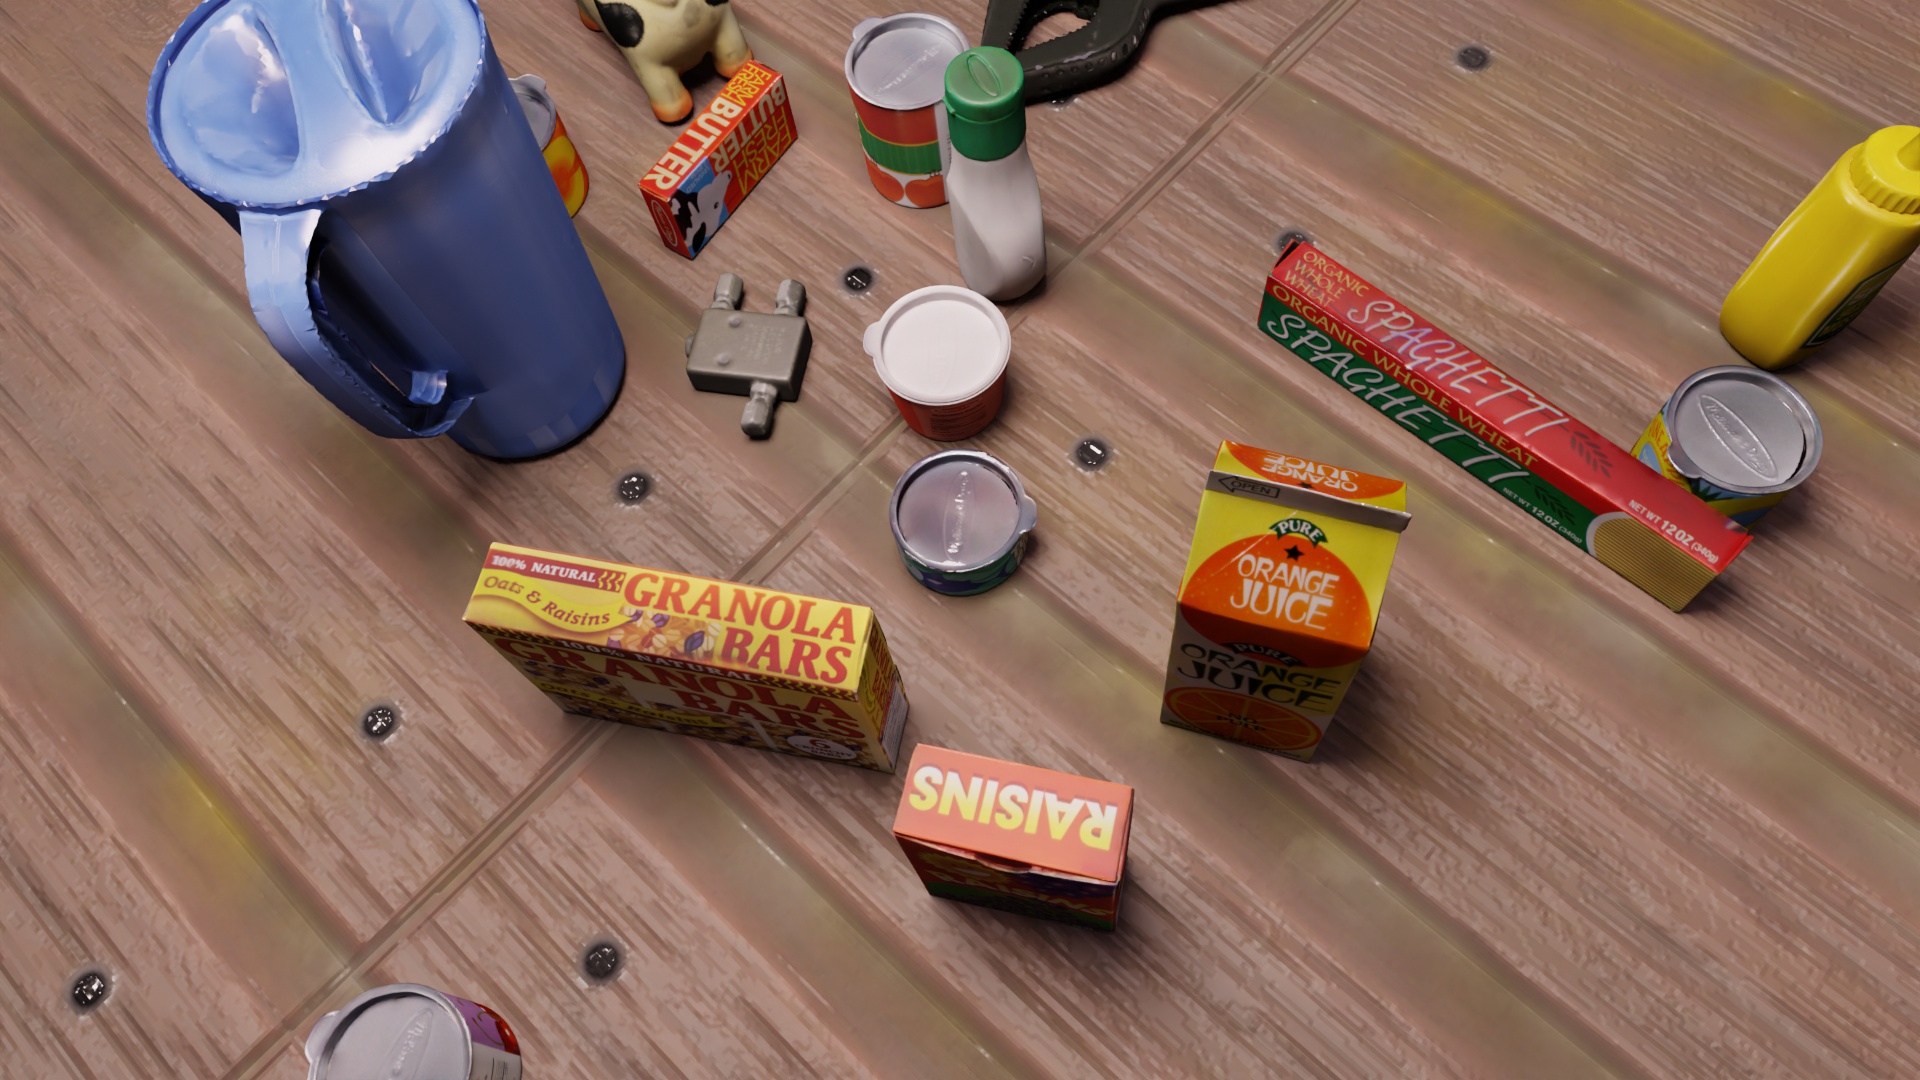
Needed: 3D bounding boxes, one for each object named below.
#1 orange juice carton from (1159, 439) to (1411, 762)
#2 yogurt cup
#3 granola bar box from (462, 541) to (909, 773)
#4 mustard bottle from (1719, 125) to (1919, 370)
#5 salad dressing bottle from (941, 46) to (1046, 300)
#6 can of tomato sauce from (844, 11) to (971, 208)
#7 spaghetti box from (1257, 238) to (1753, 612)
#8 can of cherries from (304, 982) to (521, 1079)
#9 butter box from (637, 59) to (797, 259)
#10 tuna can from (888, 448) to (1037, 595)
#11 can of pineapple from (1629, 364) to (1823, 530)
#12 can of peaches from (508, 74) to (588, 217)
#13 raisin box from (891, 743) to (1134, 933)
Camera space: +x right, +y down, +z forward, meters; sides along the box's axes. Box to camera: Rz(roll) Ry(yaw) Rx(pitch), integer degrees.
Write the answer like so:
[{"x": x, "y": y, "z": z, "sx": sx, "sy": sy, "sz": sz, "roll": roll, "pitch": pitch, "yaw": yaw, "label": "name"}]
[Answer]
[{"x": 0.127, "y": 0.022, "z": 0.561, "sx": 0.072, "sy": 0.192, "sz": 0.073, "roll": 15, "pitch": 68, "yaw": 11, "label": "orange juice carton"}, {"x": -0.007, "y": -0.086, "z": 0.699, "sx": 0.072, "sy": 0.053, "sz": 0.072, "roll": -2, "pitch": 65, "yaw": 4, "label": "yogurt cup"}, {"x": -0.112, "y": 0.053, "z": 0.605, "sx": 0.165, "sy": 0.123, "sz": 0.039, "roll": 9, "pitch": 67, "yaw": 9, "label": "granola bar box"}, {"x": 0.405, "y": -0.139, "z": 0.630, "sx": 0.065, "sy": 0.159, "sz": 0.049, "roll": -33, "pitch": 67, "yaw": -10, "label": "mustard bottle"}, {"x": 0.016, "y": -0.178, "z": 0.689, "sx": 0.044, "sy": 0.147, "sz": 0.064, "roll": -25, "pitch": 66, "yaw": -6, "label": "salad dressing bottle"}, {"x": -0.026, "y": -0.232, "z": 0.753, "sx": 0.071, "sy": 0.082, "sz": 0.071, "roll": -2, "pitch": 65, "yaw": 4, "label": "can of tomato sauce"}, {"x": 0.250, "y": -0.058, "z": 0.666, "sx": 0.250, "sy": 0.050, "sz": 0.029, "roll": 40, "pitch": 74, "yaw": 20, "label": "spaghetti box"}, {"x": -0.225, "y": 0.219, "z": 0.574, "sx": 0.071, "sy": 0.058, "sz": 0.072, "roll": -2, "pitch": 65, "yaw": 4, "label": "can of cherries"}, {"x": -0.133, "y": -0.211, "z": 0.769, "sx": 0.024, "sy": 0.053, "sz": 0.104, "roll": 30, "pitch": 71, "yaw": 17, "label": "butter box"}, {"x": 0.002, "y": -0.008, "z": 0.674, "sx": 0.071, "sy": 0.032, "sz": 0.071, "roll": -2, "pitch": 65, "yaw": 4, "label": "tuna can"}, {"x": 0.350, "y": -0.038, "z": 0.644, "sx": 0.071, "sy": 0.057, "sz": 0.071, "roll": -2, "pitch": 65, "yaw": 4, "label": "can of pineapple"}, {"x": -0.248, "y": -0.215, "z": 0.778, "sx": 0.071, "sy": 0.058, "sz": 0.071, "roll": -2, "pitch": 65, "yaw": 4, "label": "can of peaches"}, {"x": 0.024, "y": 0.123, "z": 0.561, "sx": 0.086, "sy": 0.123, "sz": 0.040, "roll": 11, "pitch": 67, "yaw": 10, "label": "raisin box"}]
